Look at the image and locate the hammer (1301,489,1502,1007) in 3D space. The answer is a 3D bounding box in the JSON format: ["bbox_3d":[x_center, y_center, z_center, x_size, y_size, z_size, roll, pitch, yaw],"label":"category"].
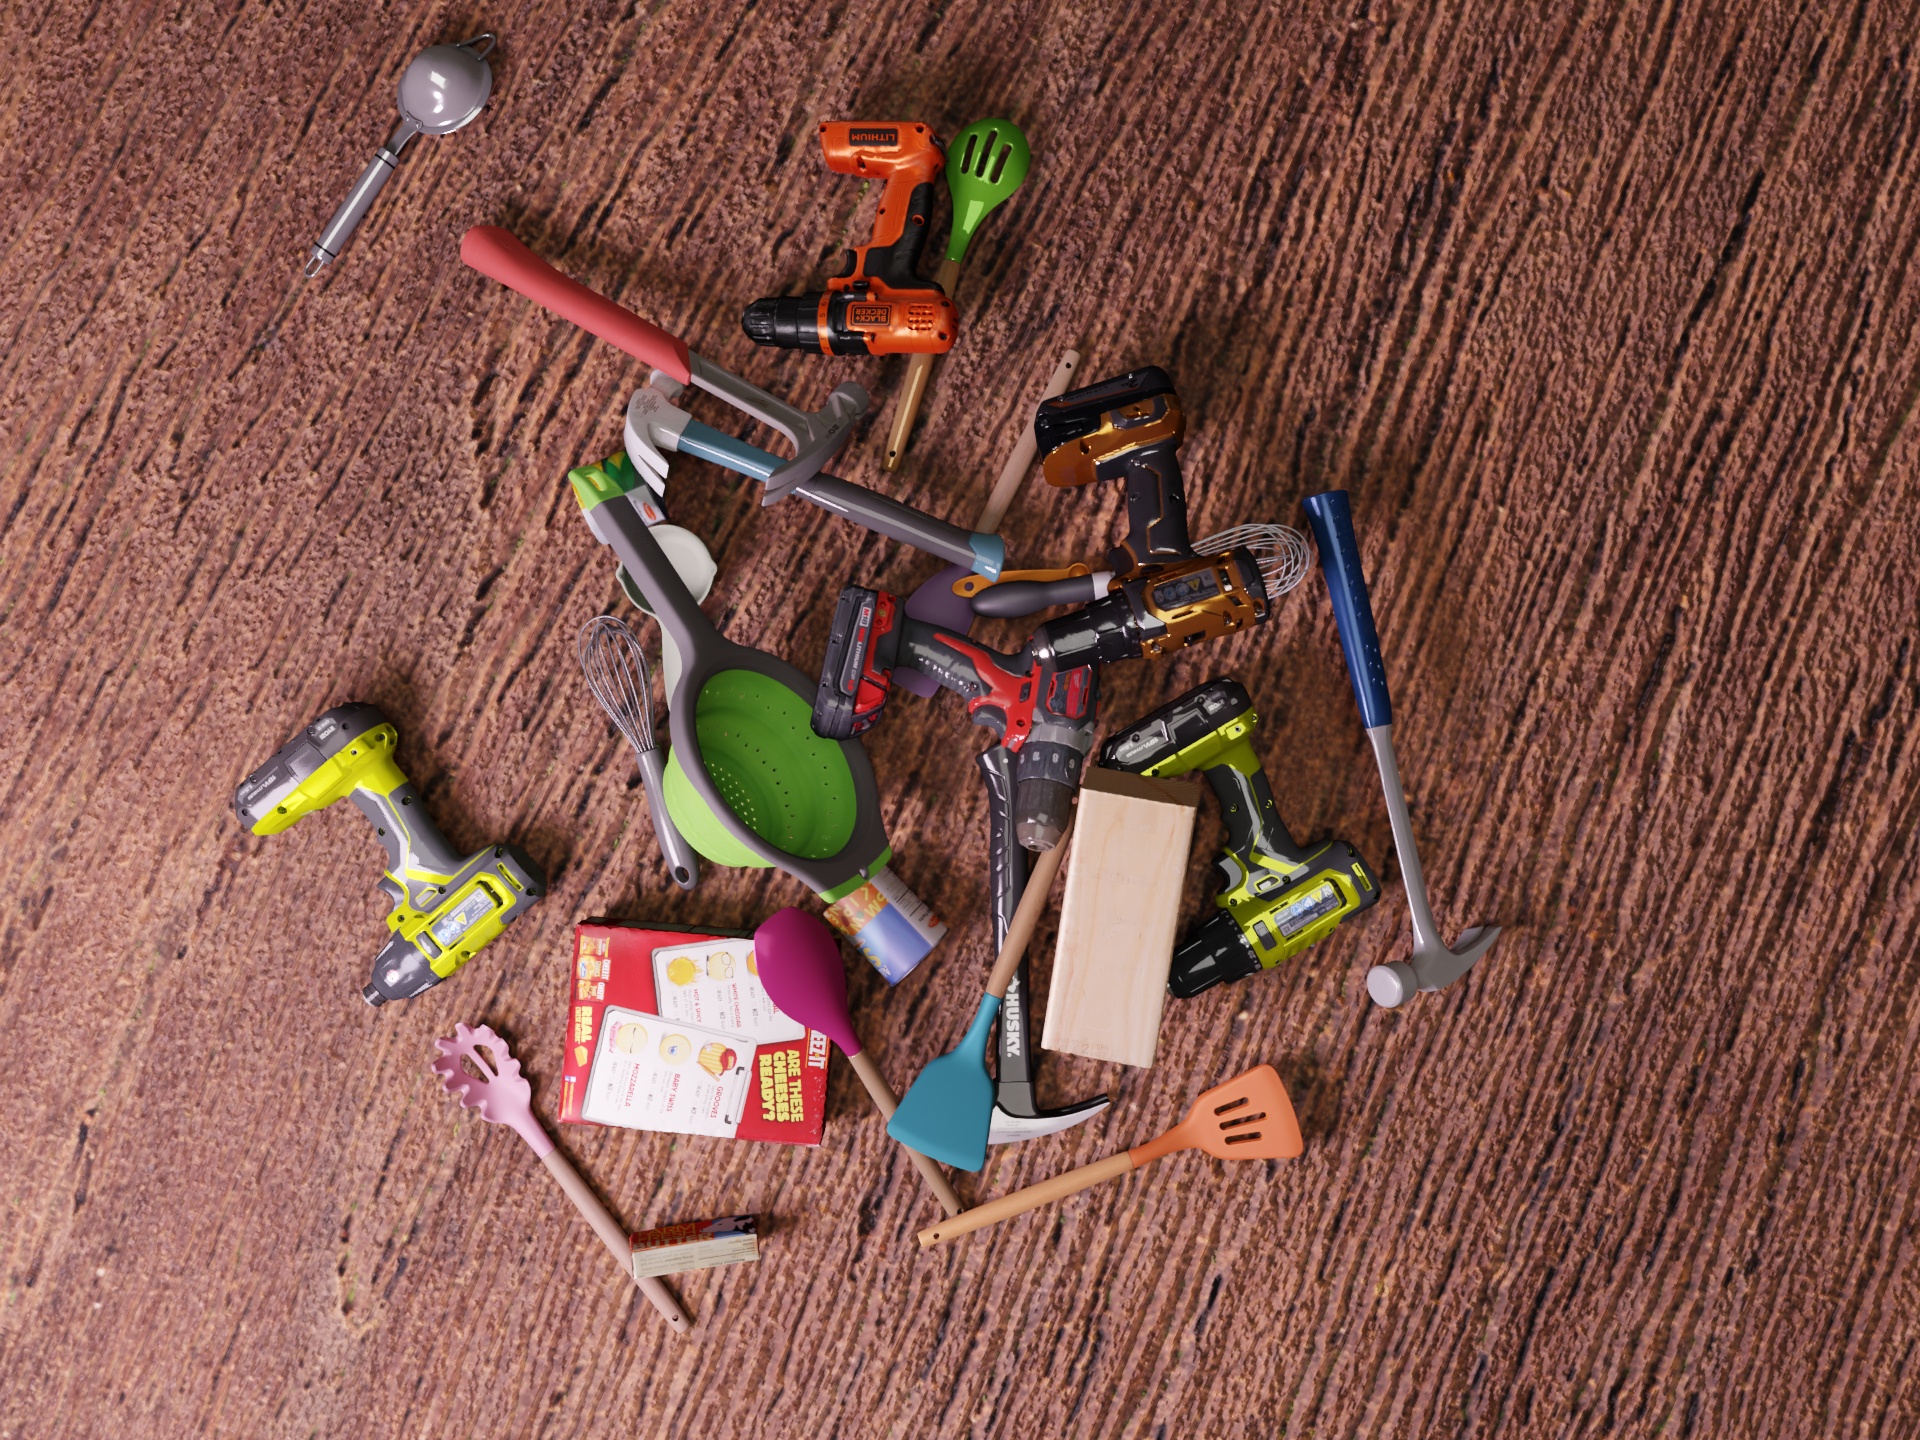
[{"bbox_3d":[0.342,0.015,1.281,0.144,0.035,0.405,-11,87,-37],"label":"hammer"}]

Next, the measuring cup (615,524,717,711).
[{"bbox_3d":[-0.238,-0.080,1.325,0.083,0.038,0.167,-5,98,-2],"label":"measuring cup"}]

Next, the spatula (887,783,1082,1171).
[{"bbox_3d":[0.038,0.198,1.278,0.082,0.044,0.317,22,88,6],"label":"spatula"}]

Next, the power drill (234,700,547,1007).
[{"bbox_3d":[-0.474,0.111,1.302,0.171,0.080,0.223,-40,92,-1],"label":"power drill"}]

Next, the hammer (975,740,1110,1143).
[{"bbox_3d":[0.047,0.179,1.317,0.146,0.035,0.335,-1,89,1],"label":"hammer"}]

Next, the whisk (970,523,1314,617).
[{"bbox_3d":[0.149,-0.115,1.306,0.284,0.070,0.070,-9,89,0],"label":"whisk"}]

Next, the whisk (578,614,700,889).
[{"bbox_3d":[-0.262,0.028,1.317,0.055,0.055,0.239,-18,94,0],"label":"whisk"}]

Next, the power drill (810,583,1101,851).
[{"bbox_3d":[-0.002,-0.004,1.268,0.226,0.080,0.188,13,70,-6],"label":"power drill"}]

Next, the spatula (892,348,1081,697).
[{"bbox_3d":[0.023,-0.168,1.331,0.059,0.018,0.316,27,90,-4],"label":"spatula"}]

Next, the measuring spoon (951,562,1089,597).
[{"bbox_3d":[0.050,-0.118,1.328,0.117,0.011,0.021,-7,112,-6],"label":"measuring spoon"}]

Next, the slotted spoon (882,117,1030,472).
[{"bbox_3d":[-0.013,-0.358,1.331,0.070,0.031,0.314,18,91,6],"label":"slotted spoon"}]

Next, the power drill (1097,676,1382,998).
[{"bbox_3d":[0.208,0.099,1.298,0.190,0.080,0.228,-30,92,0],"label":"power drill"}]

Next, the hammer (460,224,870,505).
[{"bbox_3d":[-0.258,-0.302,1.290,0.359,0.036,0.149,30,50,9],"label":"hammer"}]

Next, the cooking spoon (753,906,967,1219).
[{"bbox_3d":[-0.072,0.284,1.276,0.069,0.017,0.318,-38,109,-24],"label":"cooking spoon"}]

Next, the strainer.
[{"bbox_3d":[-0.475,-0.478,1.330,0.087,0.050,0.258,36,93,16],"label":"strainer"}]

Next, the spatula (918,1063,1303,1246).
[{"bbox_3d":[0.118,0.370,1.304,0.322,0.041,0.081,-20,90,-4],"label":"spatula"}]

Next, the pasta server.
[{"bbox_3d":[-0.324,0.380,1.314,0.060,0.040,0.316,-38,90,-11],"label":"pasta server"}]

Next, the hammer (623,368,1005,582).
[{"bbox_3d":[-0.117,-0.191,1.295,0.331,0.033,0.128,22,47,-2],"label":"hammer"}]

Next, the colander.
[{"bbox_3d":[-0.213,-0.018,1.270,0.094,0.204,0.397,-34,90,31],"label":"colander"}]

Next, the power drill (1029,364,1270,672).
[{"bbox_3d":[0.122,-0.150,1.258,0.185,0.084,0.226,-18,69,2],"label":"power drill"}]
